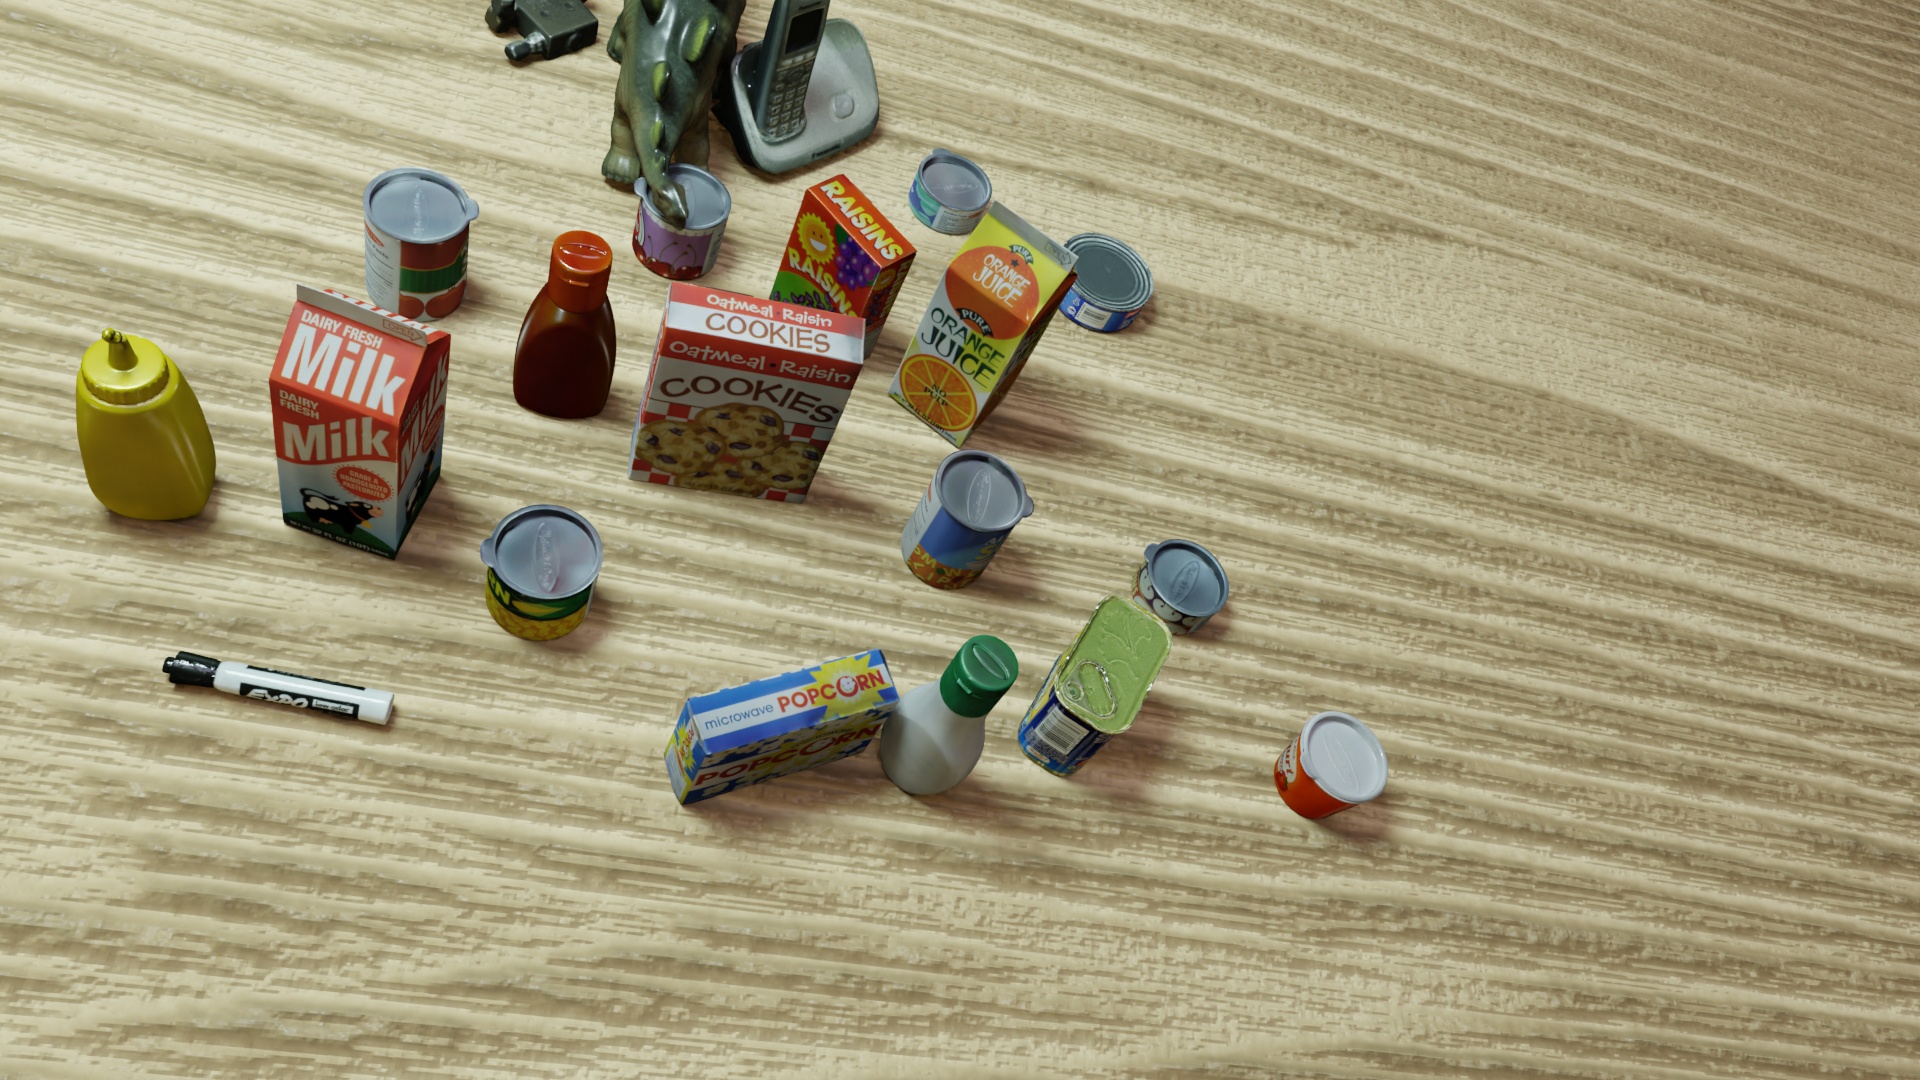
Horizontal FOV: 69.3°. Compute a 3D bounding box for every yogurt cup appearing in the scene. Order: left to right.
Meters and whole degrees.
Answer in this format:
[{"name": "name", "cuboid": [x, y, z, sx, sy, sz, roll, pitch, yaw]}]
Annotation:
[{"name": "yogurt cup", "cuboid": [0.258, 0.161, 0.977, 0.072, 0.053, 0.073, 11, 55, -16]}]

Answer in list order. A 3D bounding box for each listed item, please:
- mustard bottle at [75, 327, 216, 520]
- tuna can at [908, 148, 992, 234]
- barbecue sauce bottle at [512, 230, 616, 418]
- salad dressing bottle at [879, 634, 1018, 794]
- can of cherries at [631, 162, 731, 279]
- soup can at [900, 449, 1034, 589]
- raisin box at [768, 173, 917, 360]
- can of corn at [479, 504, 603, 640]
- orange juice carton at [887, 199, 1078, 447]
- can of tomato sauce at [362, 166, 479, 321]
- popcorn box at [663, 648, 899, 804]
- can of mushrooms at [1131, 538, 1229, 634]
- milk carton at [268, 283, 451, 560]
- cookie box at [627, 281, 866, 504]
[{"name": "mustard bottle", "cuboid": [-0.455, -0.069, 0.770, 0.065, 0.159, 0.049, 2, 58, -21]}, {"name": "tuna can", "cuboid": [-0.010, -0.296, 1.180, 0.071, 0.032, 0.071, 11, 55, -16]}, {"name": "barbecue sauce bottle", "cuboid": [-0.254, -0.138, 0.905, 0.065, 0.147, 0.044, 8, 56, -18]}, {"name": "salad dressing bottle", "cuboid": [-0.007, 0.107, 0.846, 0.064, 0.147, 0.044, 46, 54, 10]}, {"name": "can of cherries", "cuboid": [-0.213, -0.240, 1.044, 0.071, 0.058, 0.072, 11, 56, -16]}, {"name": "soup can", "cuboid": [0.003, -0.012, 0.968, 0.071, 0.083, 0.072, 11, 56, -16]}, {"name": "raisin box", "cuboid": [-0.088, -0.195, 1.025, 0.040, 0.122, 0.086, -33, 75, -35]}, {"name": "can of corn", "cuboid": [-0.260, 0.021, 0.855, 0.071, 0.058, 0.071, 11, 56, -16]}, {"name": "orange juice carton", "cuboid": [0.020, -0.160, 1.003, 0.072, 0.191, 0.073, 38, 53, 4]}, {"name": "can of tomato sauce", "cuboid": [-0.366, -0.199, 0.940, 0.071, 0.082, 0.071, 11, 56, -16]}, {"name": "popcorn box", "cuboid": [-0.109, 0.113, 0.840, 0.127, 0.084, 0.038, -13, 65, -28]}, {"name": "can of mushrooms", "cuboid": [0.161, 0.033, 1.034, 0.071, 0.033, 0.071, 11, 55, -16]}, {"name": "milk carton", "cuboid": [-0.344, -0.074, 0.800, 0.072, 0.189, 0.074, 20, 54, -9]}, {"name": "cookie box", "cuboid": [-0.143, -0.092, 0.908, 0.123, 0.166, 0.040, 8, 56, -17]}]
